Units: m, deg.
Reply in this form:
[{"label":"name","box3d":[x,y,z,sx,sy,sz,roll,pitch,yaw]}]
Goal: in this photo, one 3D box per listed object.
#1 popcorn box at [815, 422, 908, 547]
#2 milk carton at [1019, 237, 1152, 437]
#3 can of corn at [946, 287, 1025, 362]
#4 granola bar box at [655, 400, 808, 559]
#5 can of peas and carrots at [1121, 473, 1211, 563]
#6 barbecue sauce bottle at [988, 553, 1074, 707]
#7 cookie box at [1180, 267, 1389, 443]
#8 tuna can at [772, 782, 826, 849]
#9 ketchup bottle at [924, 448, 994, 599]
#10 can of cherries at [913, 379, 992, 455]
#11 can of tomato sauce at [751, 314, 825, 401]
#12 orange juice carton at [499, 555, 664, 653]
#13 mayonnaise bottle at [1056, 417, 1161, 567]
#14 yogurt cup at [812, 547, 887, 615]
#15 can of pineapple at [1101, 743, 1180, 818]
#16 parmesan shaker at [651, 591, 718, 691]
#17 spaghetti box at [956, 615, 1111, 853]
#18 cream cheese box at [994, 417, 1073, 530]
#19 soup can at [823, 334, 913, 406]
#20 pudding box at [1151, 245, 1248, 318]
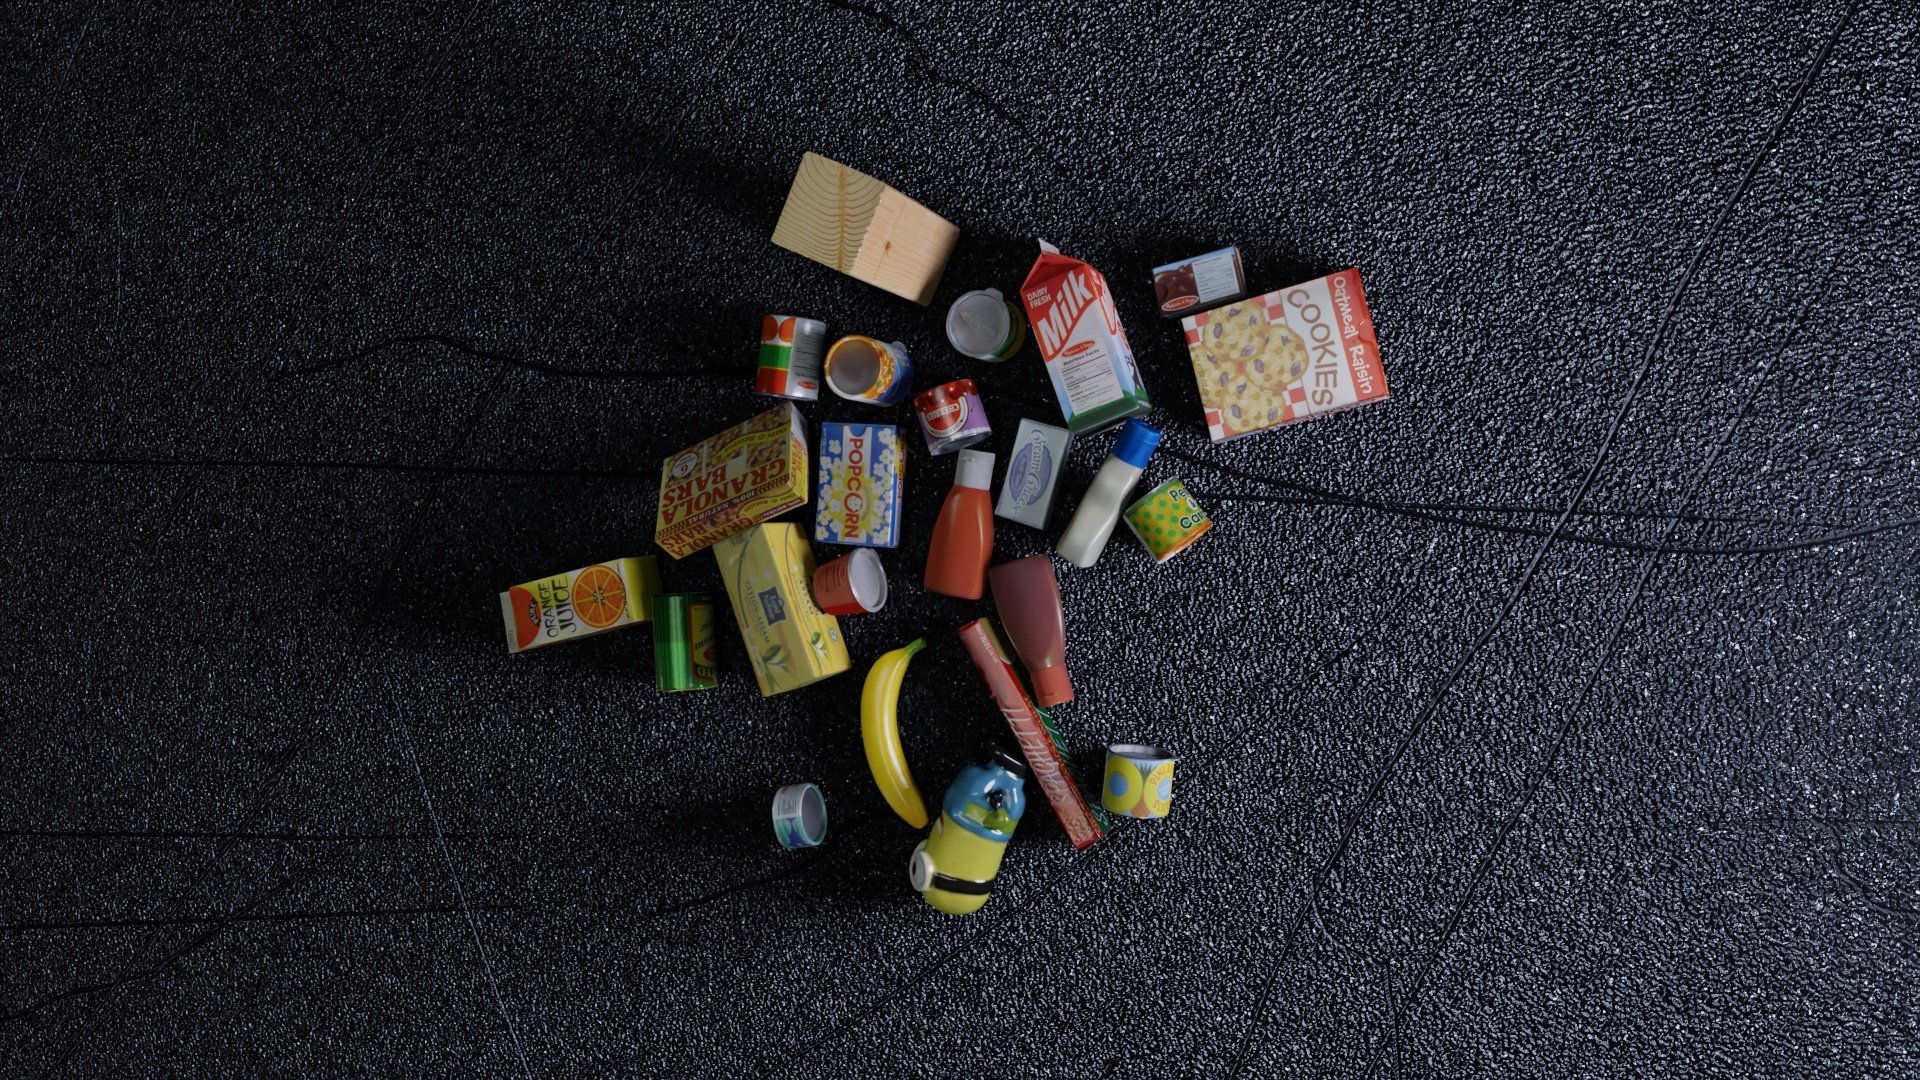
[{"label":"popcorn box","box3d":[-0.103,-0.058,1.449,0.085,0.038,0.126,4,92,20]},{"label":"milk carton","box3d":[0.117,-0.202,1.355,0.073,0.072,0.190,-21,85,18]},{"label":"can of corn","box3d":[0.028,-0.216,1.392,0.071,0.058,0.071,0,91,19]},{"label":"granola bar box","box3d":[-0.238,-0.063,1.461,0.165,0.039,0.125,-22,45,18]},{"label":"can of peas and carrots","box3d":[0.200,-0.020,1.330,0.071,0.071,0.059,-38,80,16]},{"label":"barbecue sauce bottle","box3d":[0.076,0.091,1.386,0.065,0.044,0.148,-17,86,18]},{"label":"cookie box","box3d":[0.305,-0.172,1.307,0.167,0.040,0.123,-14,86,18]},{"label":"tuna can","box3d":[-0.167,0.291,1.460,0.033,0.071,0.071,-11,87,18]},{"label":"ketchup bottle","box3d":[0.005,-0.018,1.409,0.065,0.043,0.148,11,94,26]},{"label":"can of cherries","box3d":[-0.009,-0.124,1.398,0.071,0.071,0.058,-20,84,18]},{"label":"can of tomato sauce","box3d":[-0.180,-0.191,1.460,0.071,0.071,0.083,8,92,19]},{"label":"orange juice carton","box3d":[-0.429,0.072,1.543,0.192,0.073,0.072,-14,86,19]},{"label":"mayonnaise bottle","box3d":[0.144,-0.047,1.344,0.041,0.065,0.147,30,106,11]},{"label":"yogurt cup","box3d":[-0.116,0.046,1.442,0.054,0.072,0.072,-16,86,27]},{"label":"can of pineapple","box3d":[0.173,0.232,1.341,0.071,0.071,0.058,7,94,19]},{"label":"parmesan shaker","box3d":[-0.299,0.108,1.499,0.071,0.071,0.103,-4,89,19]},{"label":"spaghetti box","box3d":[0.074,0.190,1.384,0.028,0.050,0.250,-32,81,18]},{"label":"cream cheese box","box3d":[0.075,-0.067,1.395,0.053,0.024,0.103,17,96,18]},{"label":"soup can","box3d":[-0.092,-0.176,1.420,0.071,0.084,0.071,0,90,19]},{"label":"pudding box","box3d":[0.230,-0.248,1.337,0.083,0.030,0.049,-13,87,19]}]
